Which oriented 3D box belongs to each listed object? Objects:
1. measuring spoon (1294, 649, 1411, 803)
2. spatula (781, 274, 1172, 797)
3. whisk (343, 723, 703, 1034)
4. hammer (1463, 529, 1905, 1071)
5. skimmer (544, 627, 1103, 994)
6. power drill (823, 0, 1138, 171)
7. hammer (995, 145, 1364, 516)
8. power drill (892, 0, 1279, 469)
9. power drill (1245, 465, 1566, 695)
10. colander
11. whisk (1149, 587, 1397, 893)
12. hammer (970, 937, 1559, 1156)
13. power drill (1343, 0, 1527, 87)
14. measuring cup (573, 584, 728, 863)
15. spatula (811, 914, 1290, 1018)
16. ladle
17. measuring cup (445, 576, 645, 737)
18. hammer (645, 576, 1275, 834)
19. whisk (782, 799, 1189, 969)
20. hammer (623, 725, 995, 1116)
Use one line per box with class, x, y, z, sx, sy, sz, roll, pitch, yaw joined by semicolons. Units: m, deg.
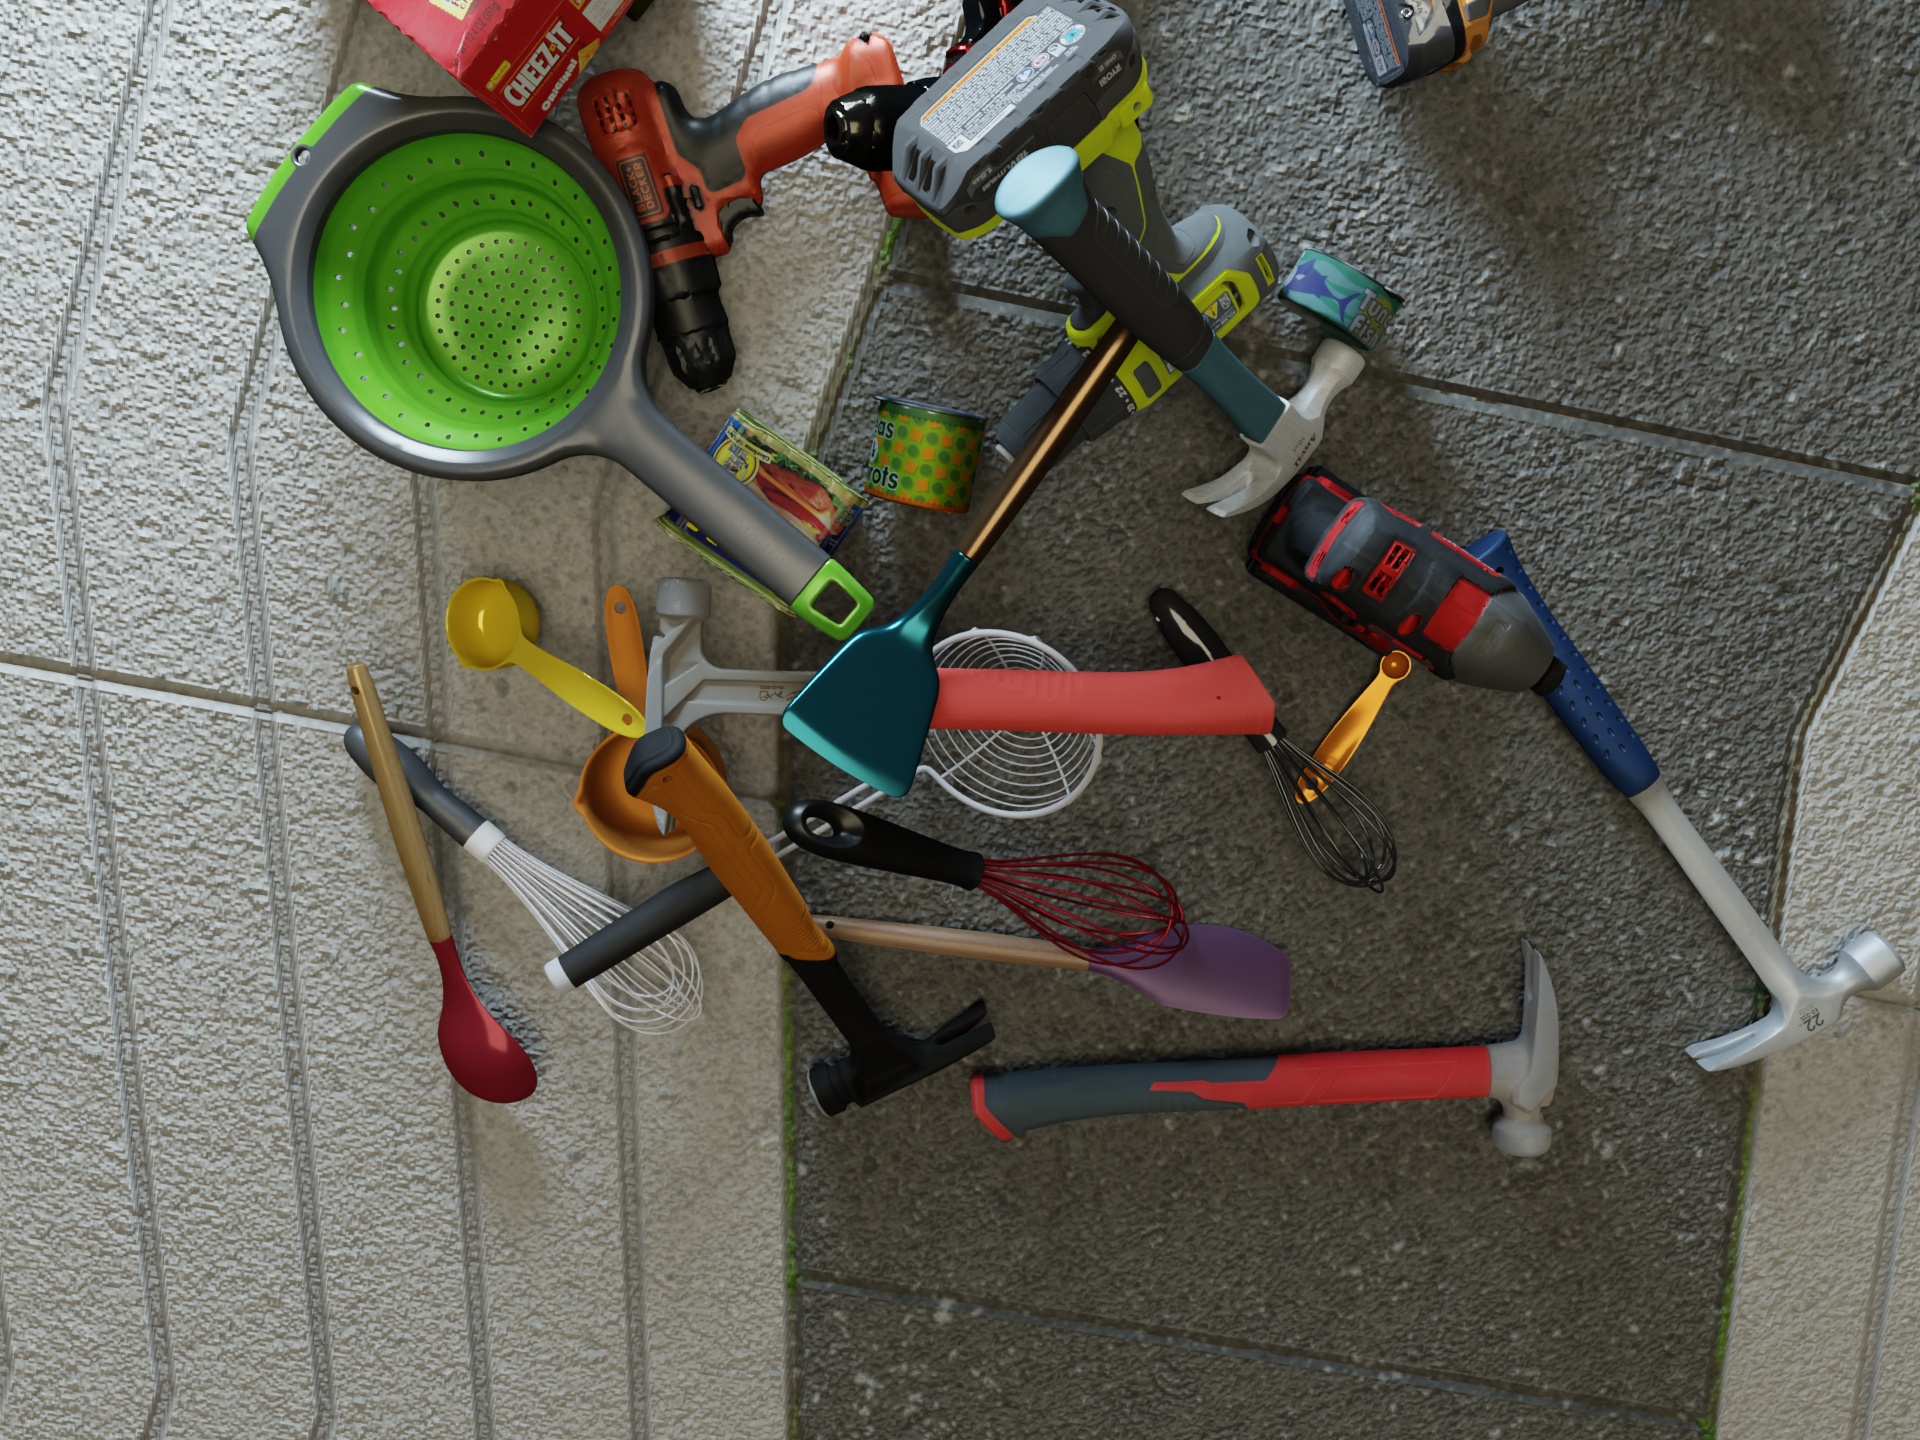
measuring spoon;0.250;0.004;1.019;0.021;0.011;0.117;32;104;-3
spatula;0.021;-0.108;0.865;0.082;0.044;0.317;33;99;-10
whisk;-0.275;0.097;1.004;0.284;0.070;0.070;41;99;-5
hammer;0.439;0.053;1.020;0.144;0.035;0.405;-38;101;7
skimmer;-0.086;0.069;0.957;0.363;0.090;0.127;-31;103;-8
power drill;0.004;-0.403;0.854;0.188;0.080;0.226;-14;106;-30
hammer;0.118;-0.204;0.840;0.033;0.330;0.128;36;97;35
power drill;0.061;-0.252;0.867;0.190;0.080;0.228;-42;140;2
power drill;0.246;-0.075;0.891;0.143;0.220;0.078;31;100;-8
colander;-0.207;-0.185;0.909;0.397;0.094;0.204;40;95;-4
whisk;0.194;0.013;0.997;0.055;0.055;0.239;-38;95;7
hammer;0.199;0.225;1.052;0.386;0.038;0.143;-3;101;-1
power drill;0.319;-0.472;0.879;0.226;0.084;0.185;-21;102;-1
measuring cup;-0.195;-0.001;0.985;0.095;0.052;0.173;-7;101;0
spatula;0.059;0.150;1.038;0.316;0.018;0.060;6;69;0
ladle;-0.330;0.112;0.992;0.069;0.031;0.315;-2;112;23
measuring cup;-0.244;-0.034;0.961;0.156;0.029;0.062;32;106;15
hammer;-0.001;-0.003;0.919;0.359;0.037;0.149;2;93;2
whisk;0.023;0.095;0.956;0.295;0.073;0.073;19;103;-30
hammer;-0.094;0.120;0.945;0.127;0.034;0.336;-25;131;4
